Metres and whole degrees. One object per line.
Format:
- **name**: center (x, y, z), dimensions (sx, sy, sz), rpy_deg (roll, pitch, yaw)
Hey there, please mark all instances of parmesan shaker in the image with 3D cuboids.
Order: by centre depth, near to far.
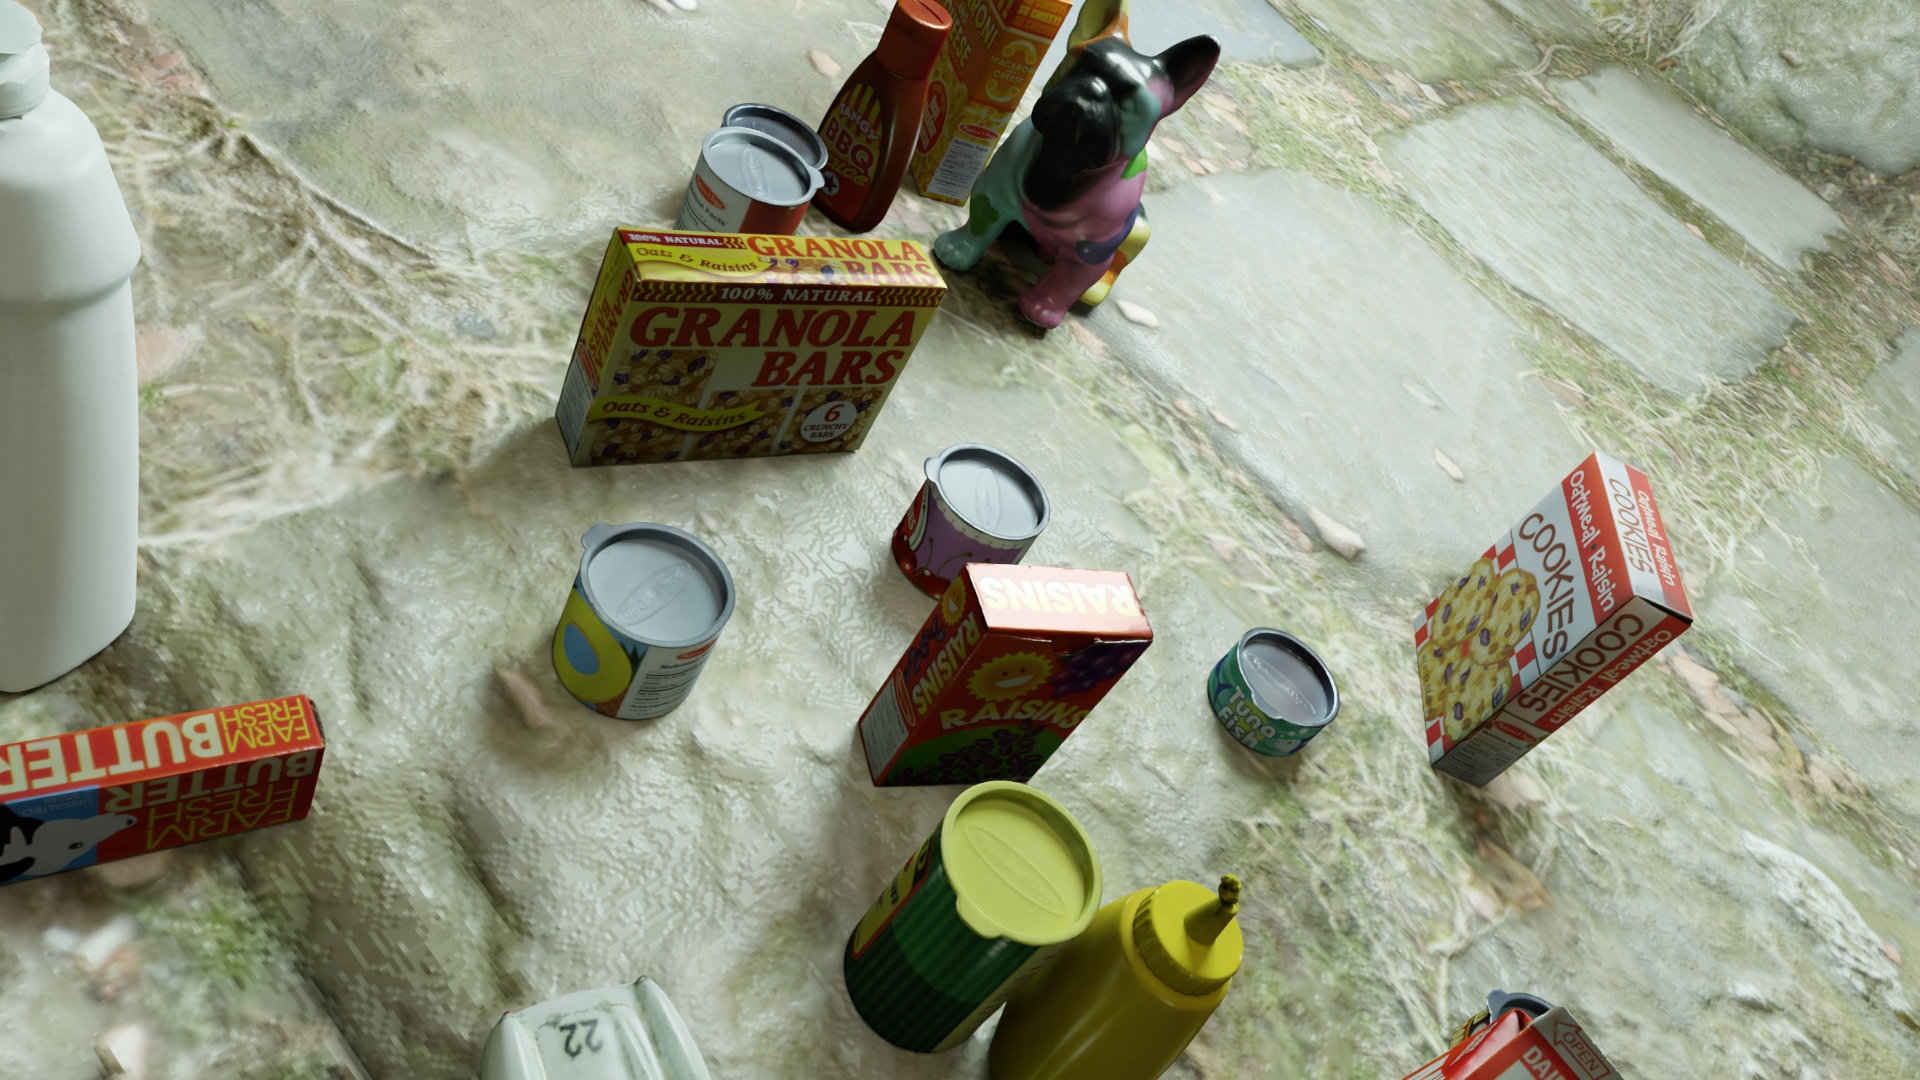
- **parmesan shaker**: center (0.000, 0.150, 0.540), dimensions (0.071, 0.102, 0.072), rpy_deg (18, 43, -17)

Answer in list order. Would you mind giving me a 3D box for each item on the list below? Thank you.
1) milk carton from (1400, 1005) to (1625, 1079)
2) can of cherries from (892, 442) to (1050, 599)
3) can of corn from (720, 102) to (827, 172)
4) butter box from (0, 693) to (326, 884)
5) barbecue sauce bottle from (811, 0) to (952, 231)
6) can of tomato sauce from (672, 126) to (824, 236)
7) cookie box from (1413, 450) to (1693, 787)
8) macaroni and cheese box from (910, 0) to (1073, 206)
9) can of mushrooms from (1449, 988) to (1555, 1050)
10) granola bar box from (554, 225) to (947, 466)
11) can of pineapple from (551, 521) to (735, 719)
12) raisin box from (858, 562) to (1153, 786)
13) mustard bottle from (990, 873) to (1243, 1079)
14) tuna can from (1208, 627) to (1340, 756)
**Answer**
- **milk carton**: center (0.176, 0.236, 0.501), dimensions (0.074, 0.189, 0.072), rpy_deg (-20, 63, -43)
- **can of cherries**: center (0.003, -0.009, 0.728), dimensions (0.071, 0.058, 0.072), rpy_deg (18, 43, -17)
- **can of corn**: center (-0.125, -0.225, 0.856), dimensions (0.071, 0.058, 0.071), rpy_deg (18, 43, -17)
- **butter box**: center (-0.274, 0.083, 0.469), dimensions (0.104, 0.052, 0.024), rpy_deg (-8, 56, -37)
- **barbecue sauce bottle**: center (-0.051, -0.271, 0.878), dimensions (0.065, 0.147, 0.044), rpy_deg (45, 42, 13)
- **can of tomato sauce**: center (-0.126, -0.182, 0.795), dimensions (0.071, 0.082, 0.071), rpy_deg (18, 43, -17)
- **cookie box**: center (0.334, 0.047, 0.802), dimensions (0.040, 0.166, 0.123), rpy_deg (25, 42, -10)
- **macaroni and cheese box**: center (0.008, -0.338, 0.967), dimensions (0.040, 0.165, 0.124), rpy_deg (7, 47, -27)
- **can of mushrooms**: center (0.269, 0.252, 0.664), dimensions (0.071, 0.033, 0.071), rpy_deg (18, 43, -17)
- **granola bar box**: center (-0.105, -0.095, 0.693), dimensions (0.166, 0.123, 0.039), rpy_deg (-6, 54, -36)
- **can of pineapple**: center (-0.138, 0.034, 0.599), dimensions (0.071, 0.057, 0.071), rpy_deg (18, 43, -17)
- **raisin box**: center (0.017, 0.063, 0.619), dimensions (0.086, 0.122, 0.040), rpy_deg (5, 49, -29)
- **mustard bottle**: center (0.063, 0.168, 0.519), dimensions (0.049, 0.159, 0.066), rpy_deg (22, 42, -13)
- **tuna can**: center (0.171, 0.085, 0.764), dimensions (0.071, 0.032, 0.071), rpy_deg (18, 43, -17)
